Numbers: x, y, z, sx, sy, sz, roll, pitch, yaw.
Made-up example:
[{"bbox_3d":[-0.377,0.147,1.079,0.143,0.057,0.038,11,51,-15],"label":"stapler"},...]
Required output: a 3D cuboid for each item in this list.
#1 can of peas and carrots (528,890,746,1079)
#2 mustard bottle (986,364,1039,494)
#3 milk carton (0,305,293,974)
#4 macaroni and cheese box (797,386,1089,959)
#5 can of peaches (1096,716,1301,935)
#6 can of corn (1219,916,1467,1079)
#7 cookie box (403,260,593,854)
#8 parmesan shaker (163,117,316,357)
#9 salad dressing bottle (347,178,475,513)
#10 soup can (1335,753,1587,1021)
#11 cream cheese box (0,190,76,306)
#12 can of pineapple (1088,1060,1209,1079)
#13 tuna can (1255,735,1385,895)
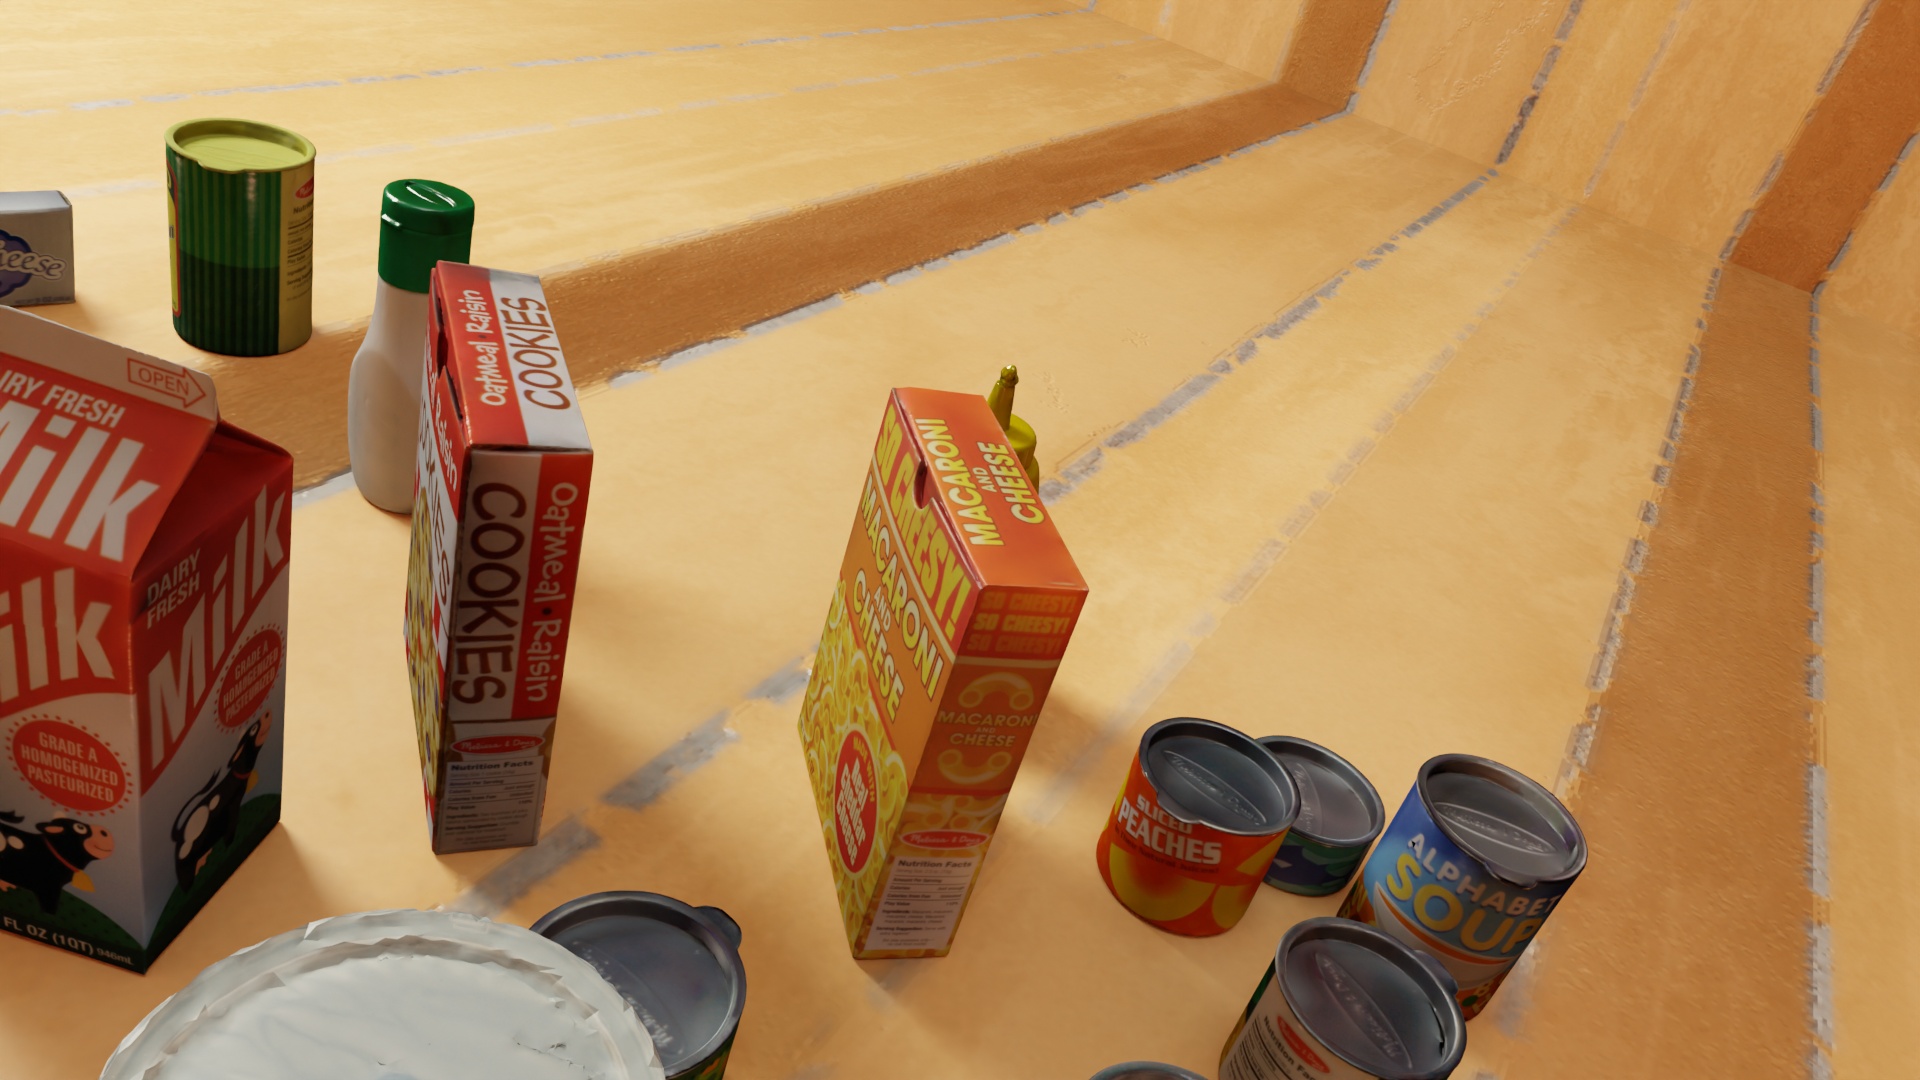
[{"bbox_3d":[-0.099,0.145,0.405,0.071,0.058,0.071,13,31,-8],"label":"can of peas and carrots"},{"bbox_3d":[0.002,-0.008,0.601,0.065,0.159,0.049,-3,36,-30],"label":"mustard bottle"},{"bbox_3d":[-0.244,0.025,0.395,0.072,0.189,0.074,18,31,0],"label":"milk carton"},{"bbox_3d":[-0.015,0.047,0.500,0.040,0.165,0.124,4,33,-21],"label":"macaroni and cheese box"},{"bbox_3d":[0.092,0.114,0.551,0.071,0.057,0.071,13,31,-8],"label":"can of peaches"},{"bbox_3d":[0.131,0.174,0.476,0.071,0.058,0.071,13,31,-8],"label":"can of corn"},{"bbox_3d":[-0.168,0.005,0.488,0.040,0.166,0.123,0,35,-27],"label":"cookie box"},{"bbox_3d":[-0.364,-0.151,0.702,0.071,0.102,0.071,13,31,-8],"label":"parmesan shaker"},{"bbox_3d":[-0.239,-0.084,0.614,0.064,0.146,0.044,30,33,20],"label":"salad dressing bottle"},{"bbox_3d":[0.192,0.137,0.540,0.071,0.083,0.072,13,31,-8],"label":"soup can"},{"bbox_3d":[-0.486,-0.138,0.667,0.104,0.053,0.024,-16,44,-43],"label":"cream cheese box"},{"bbox_3d":[0.054,0.197,0.400,0.071,0.057,0.071,13,31,-8],"label":"can of pineapple"},{"bbox_3d":[0.142,0.117,0.597,0.071,0.032,0.071,13,31,-8],"label":"tuna can"}]
